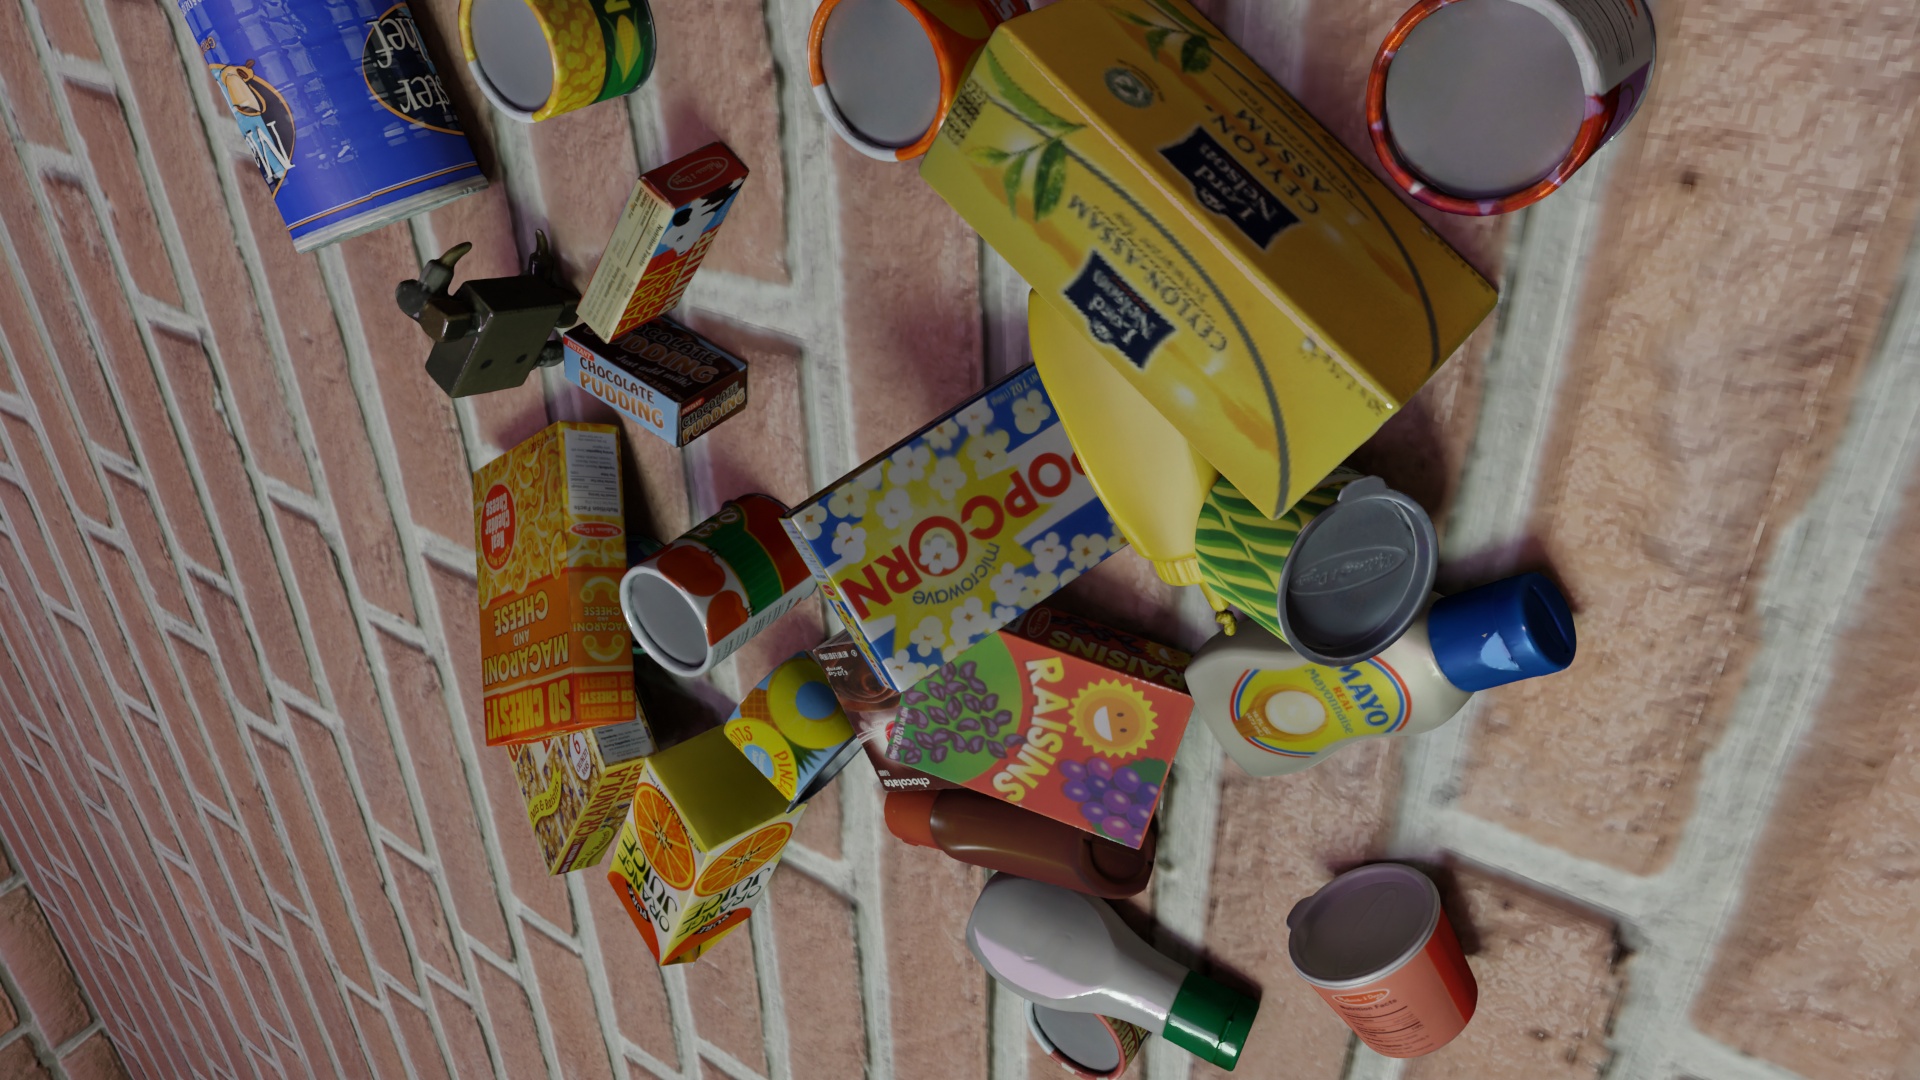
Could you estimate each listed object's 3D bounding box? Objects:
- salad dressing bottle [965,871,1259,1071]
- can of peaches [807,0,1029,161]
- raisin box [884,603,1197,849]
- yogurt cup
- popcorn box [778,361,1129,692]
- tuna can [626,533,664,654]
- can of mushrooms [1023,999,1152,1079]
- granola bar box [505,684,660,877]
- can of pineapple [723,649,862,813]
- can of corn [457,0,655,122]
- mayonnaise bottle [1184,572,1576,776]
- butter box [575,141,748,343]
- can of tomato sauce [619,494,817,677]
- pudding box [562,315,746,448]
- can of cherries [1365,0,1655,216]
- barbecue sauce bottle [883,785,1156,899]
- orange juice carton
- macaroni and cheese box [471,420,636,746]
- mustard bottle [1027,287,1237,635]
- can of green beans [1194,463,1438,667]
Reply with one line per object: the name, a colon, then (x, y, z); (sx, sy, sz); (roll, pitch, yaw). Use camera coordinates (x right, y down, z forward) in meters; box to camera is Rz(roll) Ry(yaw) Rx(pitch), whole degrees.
salad dressing bottle: (0.076, 0.219, 0.707); (0.148, 0.064, 0.044); (22, 169, 20)
can of peaches: (-0.014, -0.182, 0.517); (0.071, 0.058, 0.071); (21, 129, 29)
raisin box: (0.037, 0.076, 0.622); (0.123, 0.040, 0.085); (19, 115, 9)
yogurt cup: (0.181, 0.179, 0.587); (0.072, 0.073, 0.054); (-19, 112, 45)
popcorn box: (0.002, -0.007, 0.572); (0.085, 0.127, 0.038); (59, 169, -9)
tuna can: (-0.195, 0.031, 0.826); (0.071, 0.033, 0.070); (21, 128, 28)
can of mushrooms: (0.071, 0.257, 0.752); (0.071, 0.034, 0.070); (21, 128, 29)
granola bar box: (-0.251, 0.127, 0.902); (0.124, 0.039, 0.164); (62, 141, 23)
can of pineapple: (-0.087, 0.103, 0.756); (0.058, 0.071, 0.070); (44, 136, 10)
can of corn: (-0.182, -0.230, 0.627); (0.071, 0.058, 0.070); (21, 129, 28)
mayonnaise bottle: (0.159, 0.049, 0.536); (0.147, 0.041, 0.064); (-26, 101, 47)
butter box: (-0.143, -0.140, 0.657); (0.024, 0.053, 0.103); (47, 137, 2)
can of tomato sauce: (-0.127, 0.021, 0.726); (0.071, 0.083, 0.070); (21, 129, 28)
pudding box: (-0.155, -0.086, 0.705); (0.084, 0.050, 0.030); (31, 135, 22)
can of cherries: (0.159, -0.132, 0.406); (0.071, 0.059, 0.071); (20, 128, 29)
barbecue sauce bottle: (0.023, 0.146, 0.703); (0.148, 0.044, 0.065); (1, 160, 45)
orange juice carton: (-0.167, 0.200, 0.875); (0.072, 0.073, 0.191); (50, 138, 22)
macaroni and cheese box: (-0.234, 0.028, 0.796); (0.123, 0.040, 0.166); (-18, 75, 47)
mustard bottle: (0.079, -0.034, 0.543); (0.065, 0.049, 0.159); (-9, 111, 38)
can of green beans: (0.127, 0.004, 0.501); (0.058, 0.071, 0.071); (-137, 32, -60)
